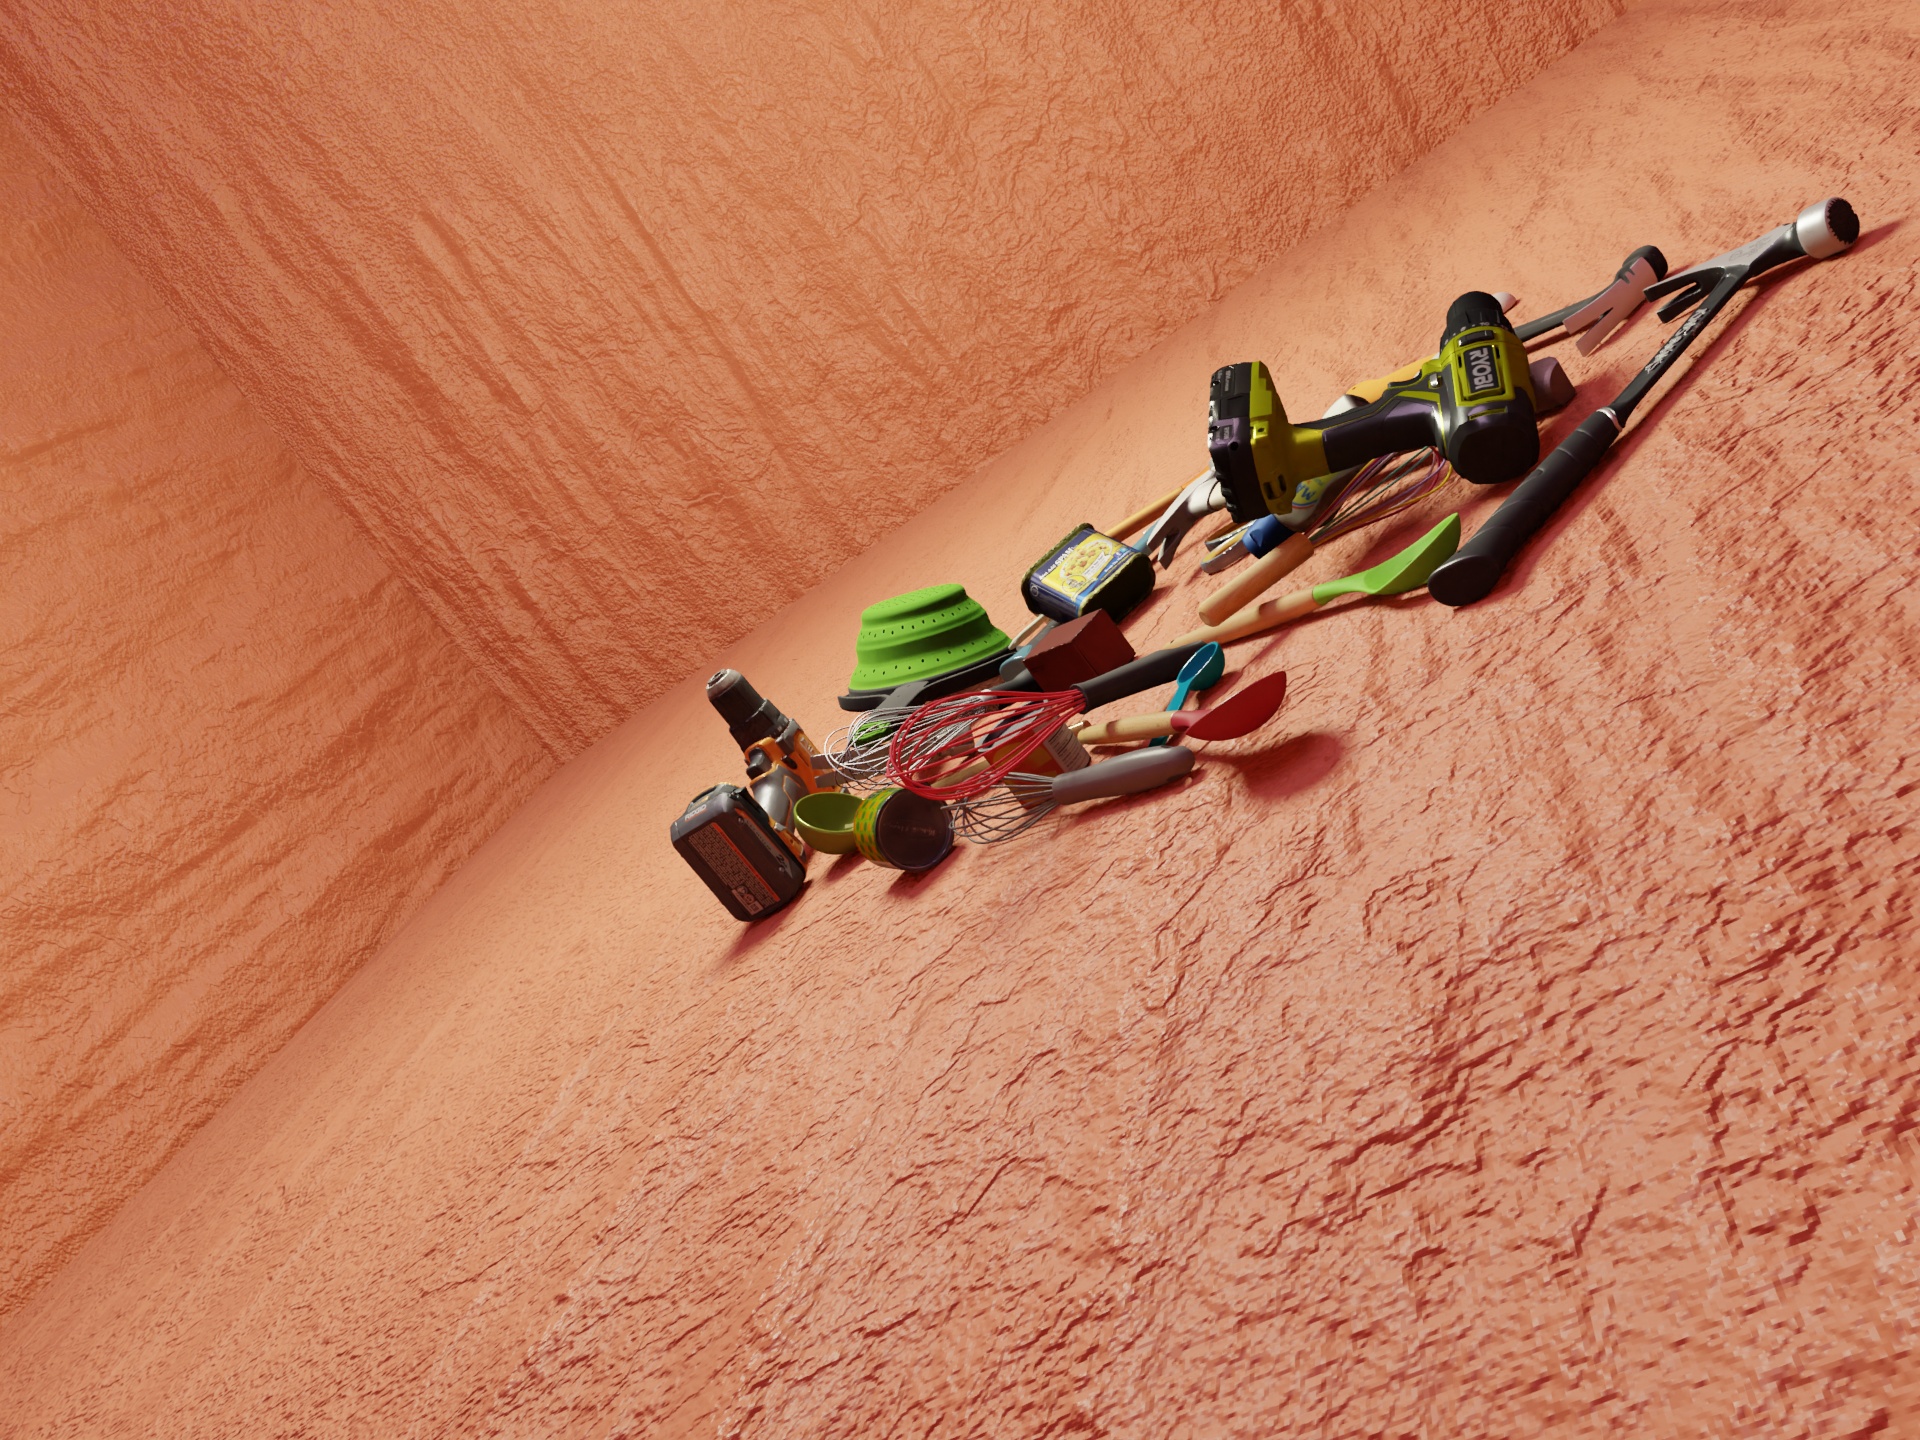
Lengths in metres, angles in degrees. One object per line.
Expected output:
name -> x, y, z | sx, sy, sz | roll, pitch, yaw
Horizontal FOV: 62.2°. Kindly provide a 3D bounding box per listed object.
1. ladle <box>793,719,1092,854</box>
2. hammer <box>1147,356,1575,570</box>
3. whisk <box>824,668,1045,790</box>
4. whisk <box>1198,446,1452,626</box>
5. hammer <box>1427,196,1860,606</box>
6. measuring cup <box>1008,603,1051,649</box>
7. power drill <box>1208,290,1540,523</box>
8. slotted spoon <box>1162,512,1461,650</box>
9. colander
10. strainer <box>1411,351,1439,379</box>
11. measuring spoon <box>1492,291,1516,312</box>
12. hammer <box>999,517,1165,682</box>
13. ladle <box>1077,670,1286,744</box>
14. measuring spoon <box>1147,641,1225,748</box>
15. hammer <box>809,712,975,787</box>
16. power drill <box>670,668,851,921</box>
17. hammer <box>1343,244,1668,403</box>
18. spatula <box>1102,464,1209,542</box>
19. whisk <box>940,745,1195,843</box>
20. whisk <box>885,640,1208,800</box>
ladle -> -0.020, 0.048, 1.353 | 0.320, 0.062, 0.078 | -25, 3, 37
hammer -> 0.325, -0.220, 1.342 | 0.146, 0.038, 0.411 | -50, 21, -28
whisk -> -0.003, -0.005, 1.363 | 0.284, 0.070, 0.070 | -24, 0, -41
whisk -> 0.277, -0.143, 1.195 | 0.245, 0.047, 0.051 | -36, 2, -14
hammer -> 0.435, -0.209, 1.056 | 0.409, 0.036, 0.149 | -43, 12, -23
measuring cup -> 0.077, -0.120, 1.633 | 0.168, 0.038, 0.083 | -44, -14, -48
power drill -> 0.307, -0.238, 1.186 | 0.228, 0.080, 0.191 | -10, 43, 20
slotted spoon -> 0.246, -0.085, 1.157 | 0.070, 0.031, 0.314 | -44, 12, -30
colander -> -0.054, -0.063, 1.557 | 0.204, 0.094, 0.397 | -13, 11, 15
strainer -> 0.387, -0.283, 1.446 | 0.087, 0.050, 0.258 | -51, 9, -8
measuring spoon -> 0.495, -0.380, 1.546 | 0.124, 0.018, 0.034 | -43, 13, -19
hammer -> 0.157, -0.146, 1.609 | 0.331, 0.033, 0.128 | -44, 15, -27
ladle -> 0.137, 0.002, 1.081 | 0.069, 0.031, 0.315 | -26, 3, -16
measuring spoon -> 0.162, -0.006, 1.141 | 0.042, 0.021, 0.129 | -34, 19, 52
hammer -> -0.067, 0.003, 1.602 | 0.149, 0.036, 0.359 | -12, 10, 0
power drill -> -0.197, 0.062, 1.503 | 0.084, 0.185, 0.226 | -31, 17, 23
hammer -> 0.455, -0.322, 1.411 | 0.127, 0.034, 0.337 | -42, 13, -24
spatula -> 0.206, -0.207, 1.583 | 0.322, 0.041, 0.081 | -31, 28, 9
whisk -> 0.071, 0.048, 1.118 | 0.239, 0.055, 0.055 | -18, 23, 47
whisk -> 0.070, -0.009, 1.153 | 0.296, 0.073, 0.073 | -21, 3, -30
